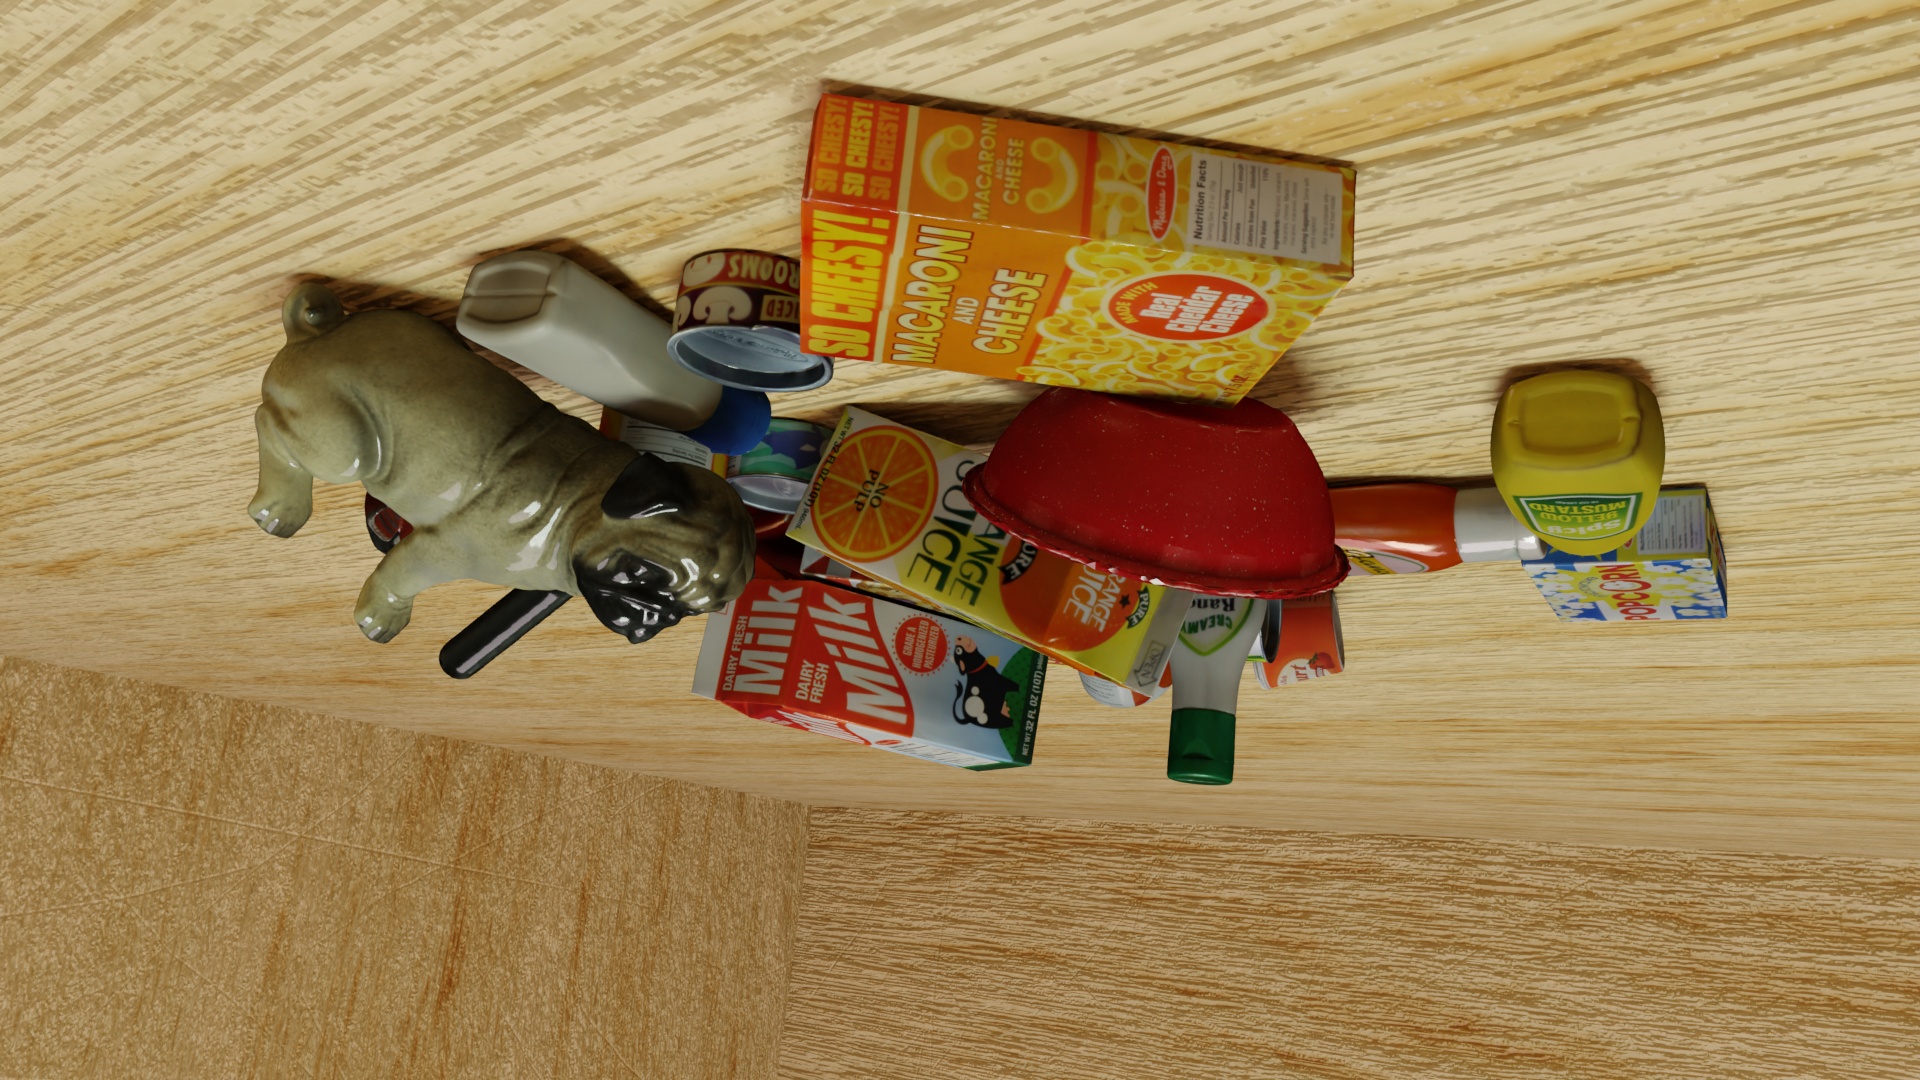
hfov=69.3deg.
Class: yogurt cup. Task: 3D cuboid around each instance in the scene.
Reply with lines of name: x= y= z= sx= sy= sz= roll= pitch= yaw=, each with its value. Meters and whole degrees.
yogurt cup: x=0.223 y=0.063 z=0.919 sx=0.054 sy=0.072 sz=0.072 roll=-8 pitch=160 yaw=19

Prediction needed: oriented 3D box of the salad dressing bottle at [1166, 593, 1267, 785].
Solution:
salad dressing bottle: x=0.140 y=0.063 z=0.787 sx=0.064 sy=0.148 sz=0.044 roll=1 pitch=163 yaw=16

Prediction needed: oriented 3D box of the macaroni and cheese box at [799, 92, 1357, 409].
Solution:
macaroni and cheese box: x=0.031 y=-0.092 z=0.471 sx=0.166 sy=0.040 sz=0.123 roll=7 pitch=165 yaw=-5

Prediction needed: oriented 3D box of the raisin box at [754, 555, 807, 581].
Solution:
raisin box: x=-0.111 y=0.035 z=0.931 sx=0.086 sy=0.040 sz=0.123 roll=34 pitch=-176 yaw=37

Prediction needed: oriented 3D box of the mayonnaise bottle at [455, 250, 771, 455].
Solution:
mayonnaise bottle: x=-0.140 y=-0.076 z=0.598 sx=0.065 sy=0.041 sz=0.148 roll=5 pitch=168 yaw=31

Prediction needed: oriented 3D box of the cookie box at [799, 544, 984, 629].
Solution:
cookie box: x=-0.014 y=0.034 z=0.821 sx=0.123 sy=0.040 sz=0.167 roll=7 pitch=164 yaw=10

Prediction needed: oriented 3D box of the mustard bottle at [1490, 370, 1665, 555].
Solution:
mustard bottle: x=0.271 y=-0.025 z=0.604 sx=0.065 sy=0.049 sz=0.160 roll=-1 pitch=163 yaw=28

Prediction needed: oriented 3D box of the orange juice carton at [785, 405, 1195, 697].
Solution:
orange juice carton: x=0.020 y=0.006 z=0.656 sx=0.193 sy=0.072 sz=0.073 roll=22 pitch=174 yaw=29

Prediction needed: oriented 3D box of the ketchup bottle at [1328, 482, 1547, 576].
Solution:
ketchup bottle: x=0.218 y=-0.006 z=0.708 sx=0.148 sy=0.043 sz=0.064 roll=-4 pitch=158 yaw=32

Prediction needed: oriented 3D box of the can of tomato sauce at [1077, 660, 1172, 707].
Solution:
can of tomato sauce: x=0.100 y=0.053 z=0.870 sx=0.071 sy=0.071 sz=0.082 roll=0 pitch=135 yaw=22

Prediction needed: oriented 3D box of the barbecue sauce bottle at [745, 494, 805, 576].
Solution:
barbecue sauce bottle: x=-0.098 y=-0.004 z=0.838 sx=0.065 sy=0.044 sz=0.148 roll=2 pitch=165 yaw=19

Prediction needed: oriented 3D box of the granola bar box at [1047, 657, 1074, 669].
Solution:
granola bar box: x=0.059 y=0.054 z=0.996 sx=0.124 sy=0.039 sz=0.165 roll=10 pitch=164 yaw=-10

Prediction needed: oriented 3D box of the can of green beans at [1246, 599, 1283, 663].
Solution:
can of green beans: x=0.164 y=0.042 z=0.860 sx=0.058 sy=0.071 sz=0.071 roll=0 pitch=163 yaw=24

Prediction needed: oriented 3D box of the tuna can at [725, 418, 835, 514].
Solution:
tuna can: x=-0.088 y=-0.038 z=0.730 sx=0.071 sy=0.033 sz=0.071 roll=6 pitch=165 yaw=2

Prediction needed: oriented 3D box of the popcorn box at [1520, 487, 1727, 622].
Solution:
popcorn box: x=0.347 y=0.011 z=0.723 sx=0.085 sy=0.038 sz=0.126 roll=-3 pitch=162 yaw=32

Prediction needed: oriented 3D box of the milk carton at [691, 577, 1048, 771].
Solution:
milk carton: x=-0.053 y=0.075 z=0.783 sx=0.191 sy=0.072 sz=0.073 roll=16 pitch=162 yaw=-21

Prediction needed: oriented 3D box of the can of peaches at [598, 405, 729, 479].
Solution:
can of peaches: x=-0.150 y=-0.041 z=0.696 sx=0.071 sy=0.058 sz=0.071 roll=5 pitch=165 yaw=2

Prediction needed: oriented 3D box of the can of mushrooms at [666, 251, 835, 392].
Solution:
can of mushrooms: x=-0.080 y=-0.086 z=0.550 sx=0.071 sy=0.033 sz=0.071 roll=6 pitch=165 yaw=2
